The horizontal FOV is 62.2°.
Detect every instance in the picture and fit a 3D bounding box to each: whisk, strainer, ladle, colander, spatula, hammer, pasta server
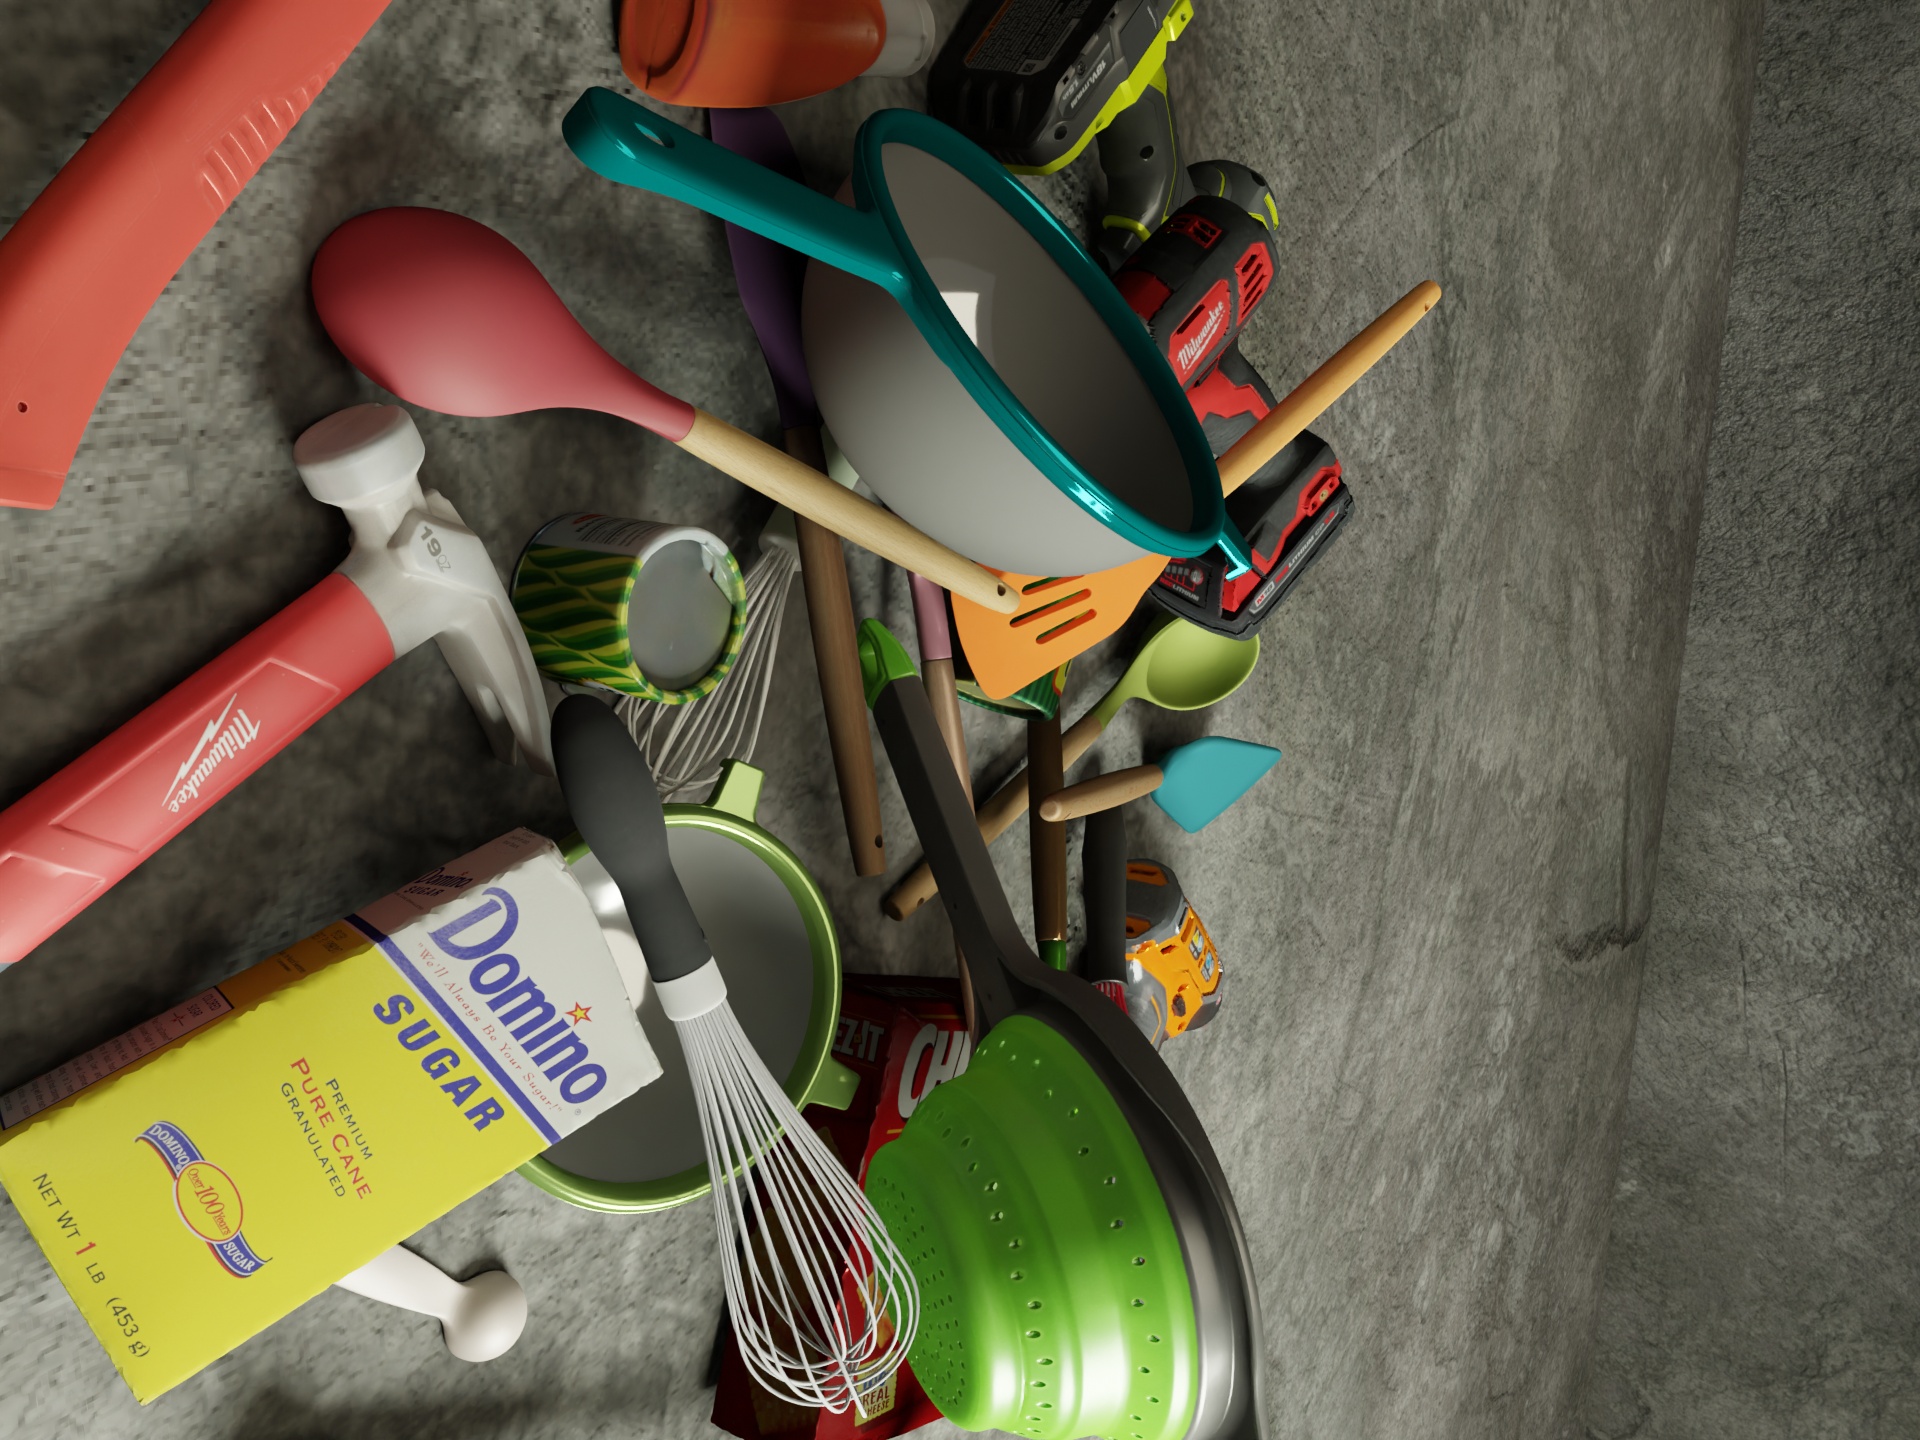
[{"bbox_3d":[-0.077,-0.064,0.669,0.059,0.058,0.246,110,4,-65],"label":"whisk"},{"bbox_3d":[-0.030,-0.136,0.590,0.340,0.095,0.211,6,54,-54],"label":"strainer"},{"bbox_3d":[0.070,0.021,0.892,0.320,0.062,0.078,-40,147,-40],"label":"ladle"},{"bbox_3d":[-0.006,0.138,0.655,0.094,0.204,0.397,-13,68,-23],"label":"colander"},{"bbox_3d":[0.126,-0.126,0.766,0.322,0.041,0.080,-42,137,-22],"label":"spatula"},{"bbox_3d":[0.110,0.041,0.907,0.082,0.044,0.317,-44,166,19],"label":"spatula"},{"bbox_3d":[-0.266,0.069,0.429,0.386,0.038,0.143,-49,137,-37],"label":"hammer"},{"bbox_3d":[-0.059,-0.093,0.646,0.059,0.018,0.316,-11,93,-55],"label":"spatula"},{"bbox_3d":[-0.084,-0.098,0.591,0.315,0.031,0.069,24,69,-42],"label":"ladle"},{"bbox_3d":[-0.084,0.122,0.564,0.070,0.070,0.284,-32,107,-47],"label":"whisk"},{"bbox_3d":[-0.194,-0.211,0.451,0.149,0.037,0.359,53,54,-48],"label":"hammer"},{"bbox_3d":[-0.001,-0.002,0.743,0.060,0.040,0.316,-11,94,-65],"label":"pasta server"},{"bbox_3d":[-0.166,0.123,0.579,0.256,0.069,0.151,-25,108,-30],"label":"strainer"},{"bbox_3d":[0.081,0.166,0.875,0.073,0.073,0.296,49,35,-49],"label":"whisk"}]

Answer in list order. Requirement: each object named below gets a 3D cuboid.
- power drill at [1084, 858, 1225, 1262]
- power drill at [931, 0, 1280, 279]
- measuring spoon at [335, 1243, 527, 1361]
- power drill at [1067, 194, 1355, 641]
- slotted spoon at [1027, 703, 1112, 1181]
[{"bbox_3d":[0.100,0.219,0.969,0.227,0.084,0.164,-65,145,-26],"label":"power drill"},{"bbox_3d":[0.075,-0.256,0.804,0.190,0.080,0.228,-58,144,-15],"label":"power drill"},{"bbox_3d":[-0.198,0.208,0.582,0.034,0.018,0.124,-63,142,-22],"label":"measuring spoon"},{"bbox_3d":[0.120,-0.144,0.818,0.143,0.079,0.219,-49,142,-9],"label":"power drill"},{"bbox_3d":[0.047,0.089,0.818,0.070,0.031,0.314,22,60,-47],"label":"slotted spoon"}]
